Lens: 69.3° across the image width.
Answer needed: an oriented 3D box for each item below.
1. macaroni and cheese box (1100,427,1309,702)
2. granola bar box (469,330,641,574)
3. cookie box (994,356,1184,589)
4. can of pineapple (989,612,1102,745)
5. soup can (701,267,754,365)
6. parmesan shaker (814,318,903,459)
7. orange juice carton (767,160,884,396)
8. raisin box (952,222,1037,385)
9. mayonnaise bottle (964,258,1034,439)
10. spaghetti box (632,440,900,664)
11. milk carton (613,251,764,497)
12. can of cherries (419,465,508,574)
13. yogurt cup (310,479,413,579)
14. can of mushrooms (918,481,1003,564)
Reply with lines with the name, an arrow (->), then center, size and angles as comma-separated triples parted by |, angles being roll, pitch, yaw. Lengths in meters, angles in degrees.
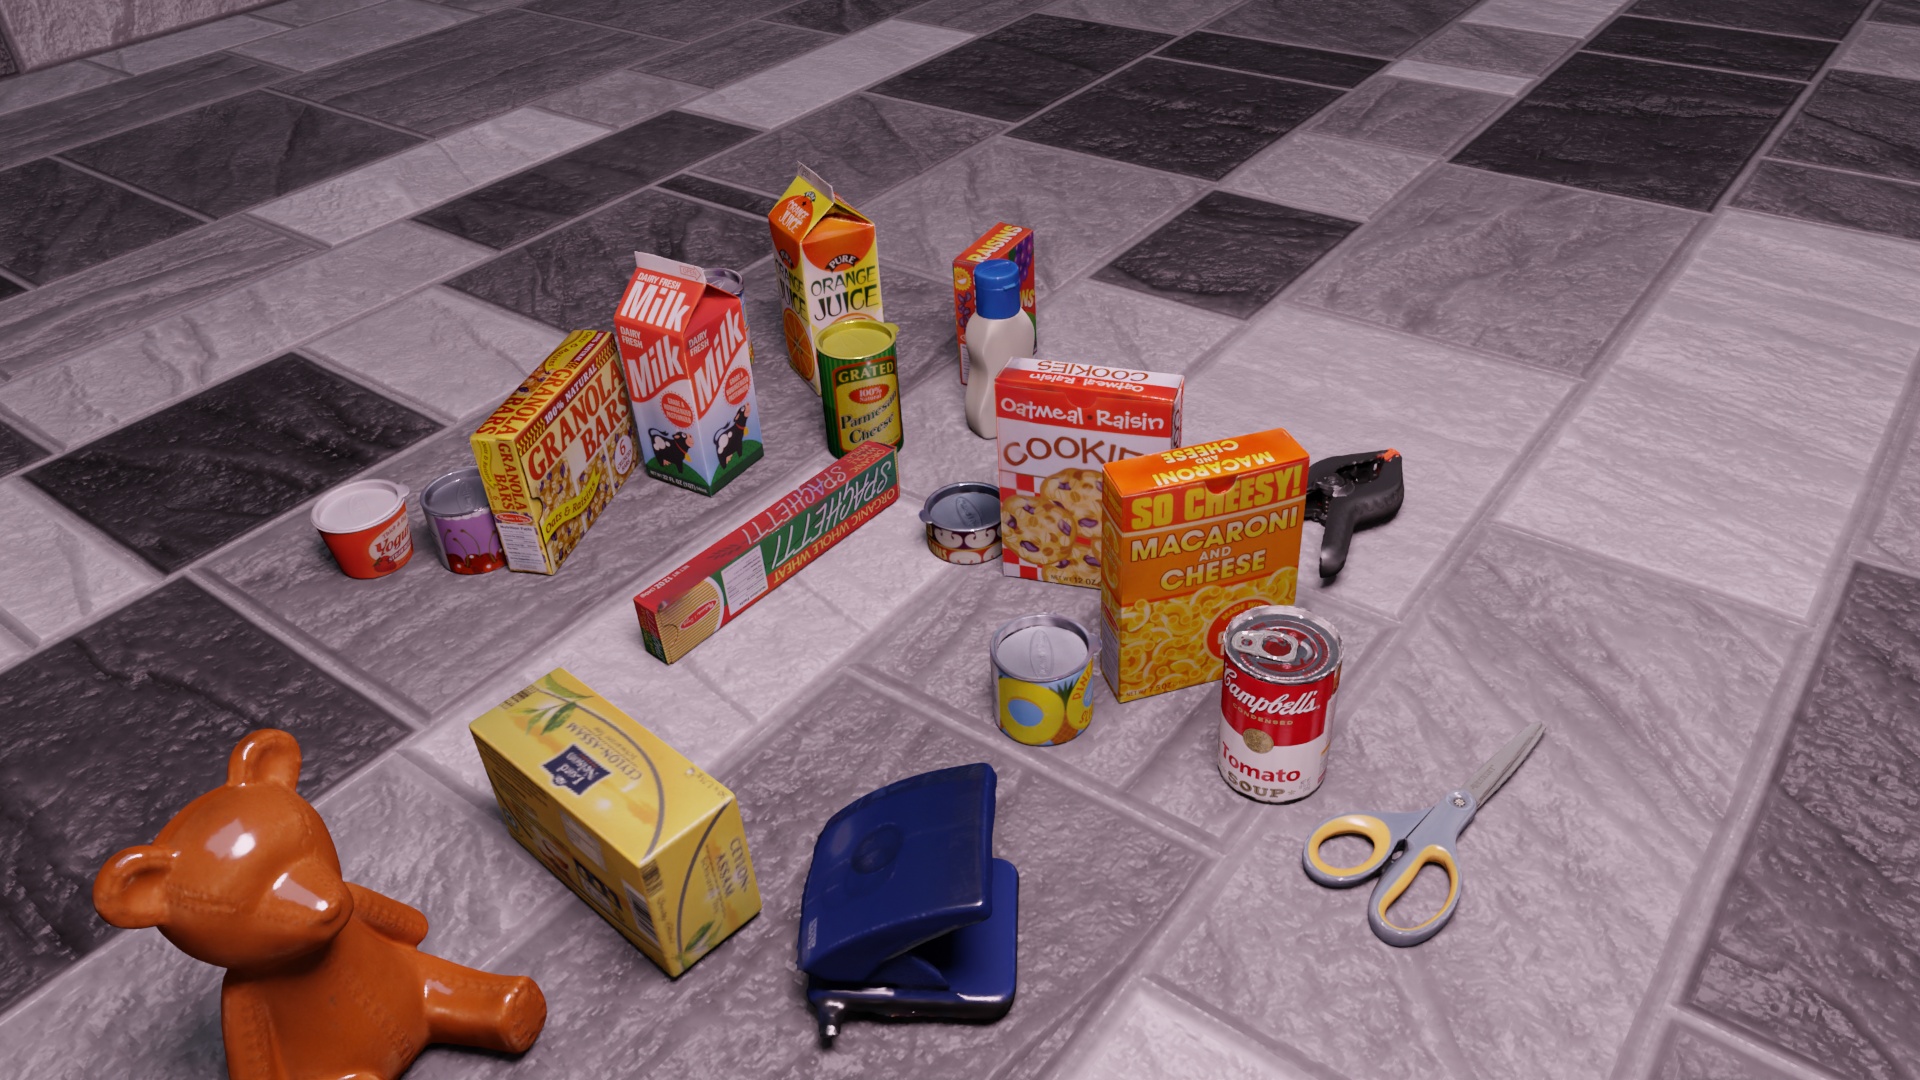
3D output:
macaroni and cheese box -> 0.153, 0.018, 0.885 | 0.124, 0.165, 0.040 | -12, 37, -11
granola bar box -> -0.309, -0.071, 1.083 | 0.039, 0.123, 0.166 | 6, 37, 13
cookie box -> 0.090, -0.042, 0.972 | 0.123, 0.166, 0.040 | 8, 38, 16
can of pineapple -> 0.054, 0.089, 0.889 | 0.071, 0.057, 0.071 | -2, 36, 2
soup can -> -0.226, -0.200, 1.285 | 0.071, 0.083, 0.072 | -2, 36, 2
parmesan shaker -> -0.080, -0.123, 1.151 | 0.071, 0.102, 0.072 | -2, 36, 2
orange juice carton -> -0.118, -0.234, 1.230 | 0.073, 0.191, 0.072 | -20, 39, -21
raisin box -> 0.032, -0.209, 1.241 | 0.040, 0.122, 0.086 | 17, 41, 26
mayonnaise bottle -> 0.033, -0.159, 1.152 | 0.065, 0.147, 0.041 | -23, 40, -24
spaghetti box -> -0.135, 0.003, 1.030 | 0.029, 0.050, 0.251 | 23, 44, 32
milk carton -> -0.217, -0.138, 1.110 | 0.072, 0.189, 0.074 | 18, 41, 27
can of cherries -> -0.371, -0.016, 1.068 | 0.071, 0.058, 0.072 | -2, 36, 2
yogurt cup -> -0.456, -0.007, 1.068 | 0.072, 0.053, 0.073 | -2, 36, 2
can of mushrooms -> 0.004, -0.013, 1.053 | 0.071, 0.033, 0.071 | -2, 36, 2
